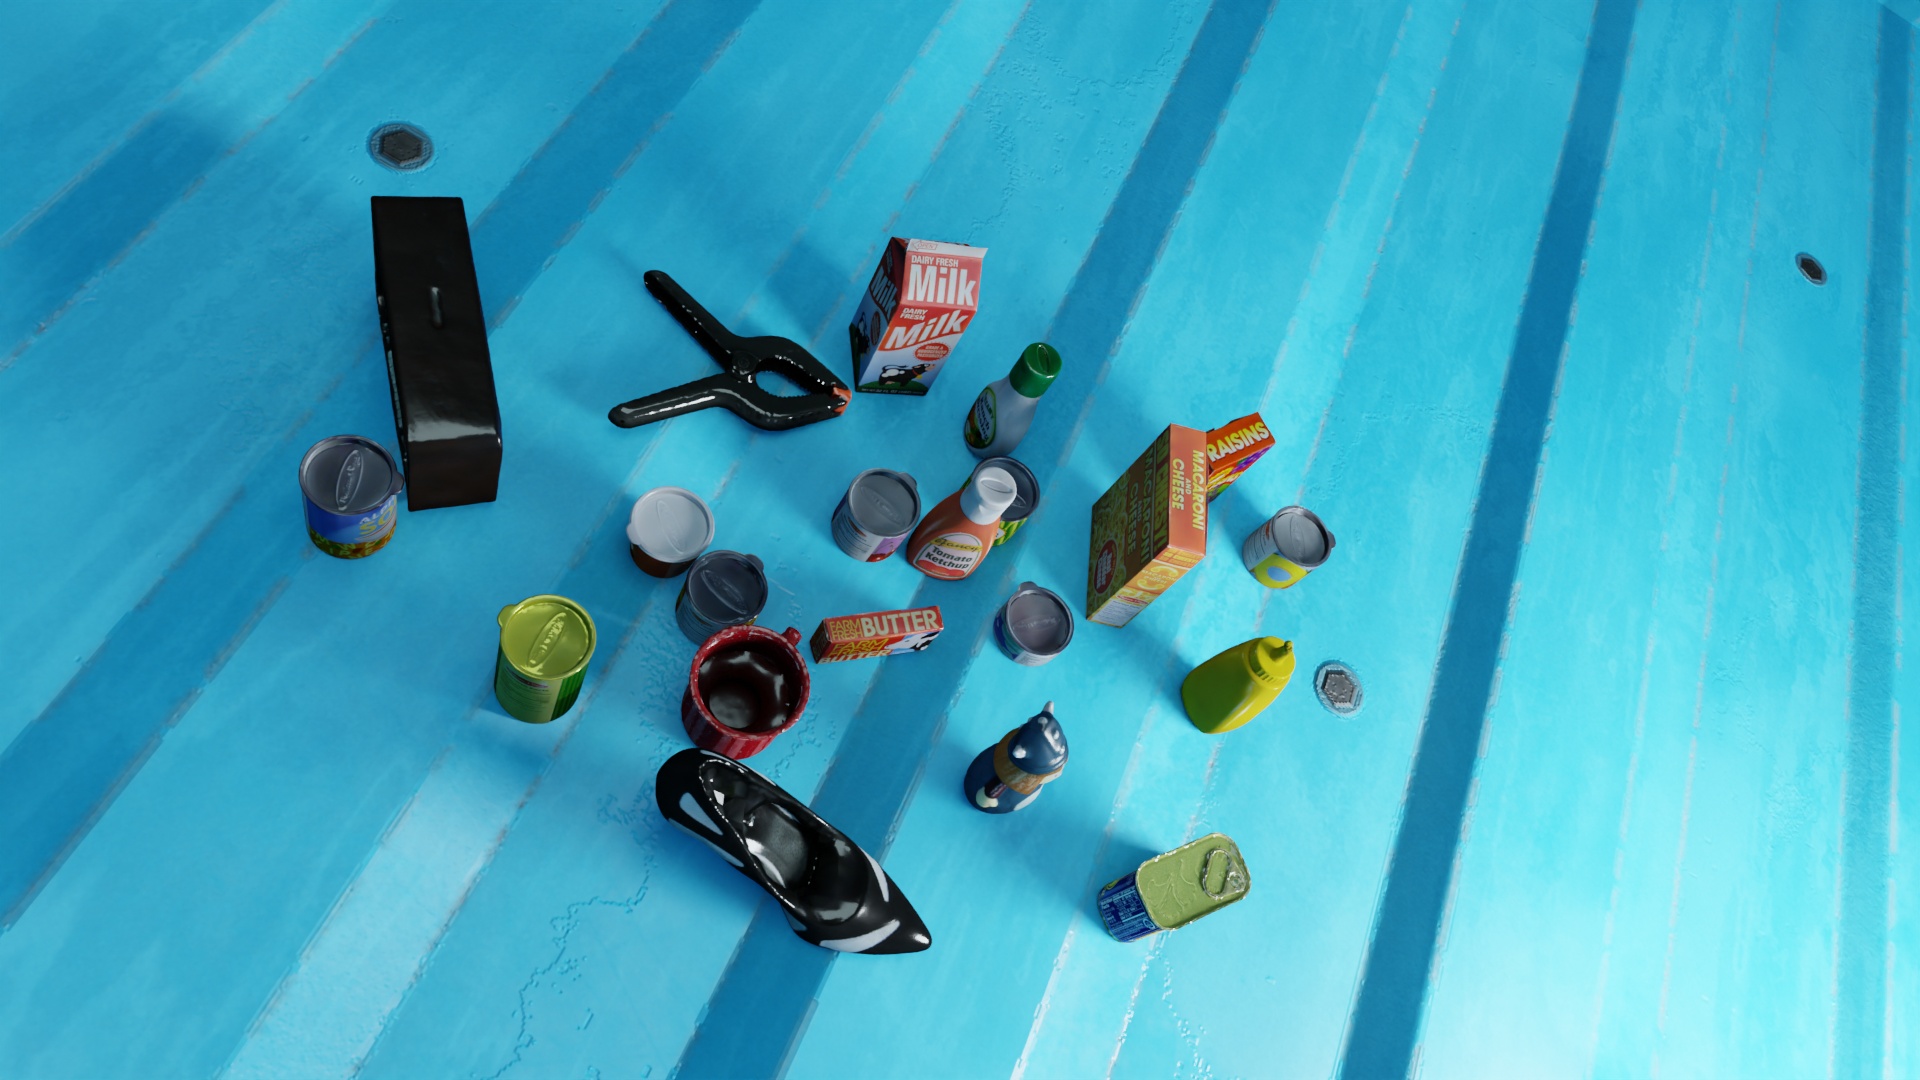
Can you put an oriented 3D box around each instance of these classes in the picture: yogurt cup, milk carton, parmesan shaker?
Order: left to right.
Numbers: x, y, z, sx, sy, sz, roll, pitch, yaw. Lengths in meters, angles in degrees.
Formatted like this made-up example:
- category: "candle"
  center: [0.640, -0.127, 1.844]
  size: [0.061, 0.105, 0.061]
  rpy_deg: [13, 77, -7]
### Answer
- category: "parmesan shaker"
  center: [-0.313, 0.088, 1.034]
  size: [0.071, 0.102, 0.071]
  rpy_deg: [9, 62, -18]
- category: "yogurt cup"
  center: [-0.240, -0.004, 1.139]
  size: [0.072, 0.053, 0.072]
  rpy_deg: [9, 62, -18]
- category: "milk carton"
  center: [-0.040, -0.208, 1.240]
  size: [0.072, 0.189, 0.074]
  rpy_deg: [2, 65, -21]

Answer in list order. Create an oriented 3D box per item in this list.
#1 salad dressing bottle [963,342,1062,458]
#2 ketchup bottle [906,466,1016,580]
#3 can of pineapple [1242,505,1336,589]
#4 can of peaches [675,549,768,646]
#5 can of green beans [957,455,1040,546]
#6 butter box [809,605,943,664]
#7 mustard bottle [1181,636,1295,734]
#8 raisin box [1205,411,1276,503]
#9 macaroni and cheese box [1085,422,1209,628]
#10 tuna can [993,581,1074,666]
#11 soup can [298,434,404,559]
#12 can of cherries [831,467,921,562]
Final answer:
- category: "salad dressing bottle"
  center: [0.047, -0.127, 1.259]
  size: [0.044, 0.147, 0.064]
  rpy_deg: [-1, 66, -22]
- category: "ketchup bottle"
  center: [0.004, -0.015, 1.185]
  size: [0.065, 0.148, 0.044]
  rpy_deg: [16, 60, -14]
- category: "can of pineapple"
  center: [0.319, 0.008, 1.353]
  size: [0.071, 0.057, 0.071]
  rpy_deg: [9, 62, -18]
- category: "can of peaches"
  center: [-0.193, 0.047, 1.129]
  size: [0.071, 0.057, 0.071]
  rpy_deg: [9, 62, -18]
- category: "can of green beans"
  center: [0.031, -0.035, 1.260]
  size: [0.071, 0.057, 0.071]
  rpy_deg: [9, 62, -18]
- category: "butter box"
  center: [-0.071, 0.079, 1.165]
  size: [0.104, 0.053, 0.024]
  rpy_deg: [-5, 68, -24]
- category: "mustard bottle"
  center: [0.250, 0.119, 1.209]
  size: [0.049, 0.159, 0.065]
  rpy_deg: [-15, 72, -27]
- category: "raisin box"
  center: [0.230, -0.066, 1.316]
  size: [0.086, 0.122, 0.040]
  rpy_deg: [-23, 76, -29]
- category: "macaroni and cheese box"
  center: [0.165, -0.011, 1.237]
  size: [0.040, 0.165, 0.124]
  rpy_deg: [14, 61, -15]
- category: "tuna can"
  center: [0.064, 0.074, 1.233]
  size: [0.071, 0.032, 0.071]
  rpy_deg: [9, 62, -17]
- category: "soup can"
  center: [-0.458, -0.031, 1.048]
  size: [0.071, 0.083, 0.071]
  rpy_deg: [9, 62, -18]
- category: "can of cherries"
  center: [-0.072, -0.023, 1.212]
  size: [0.071, 0.058, 0.072]
  rpy_deg: [9, 62, -18]
